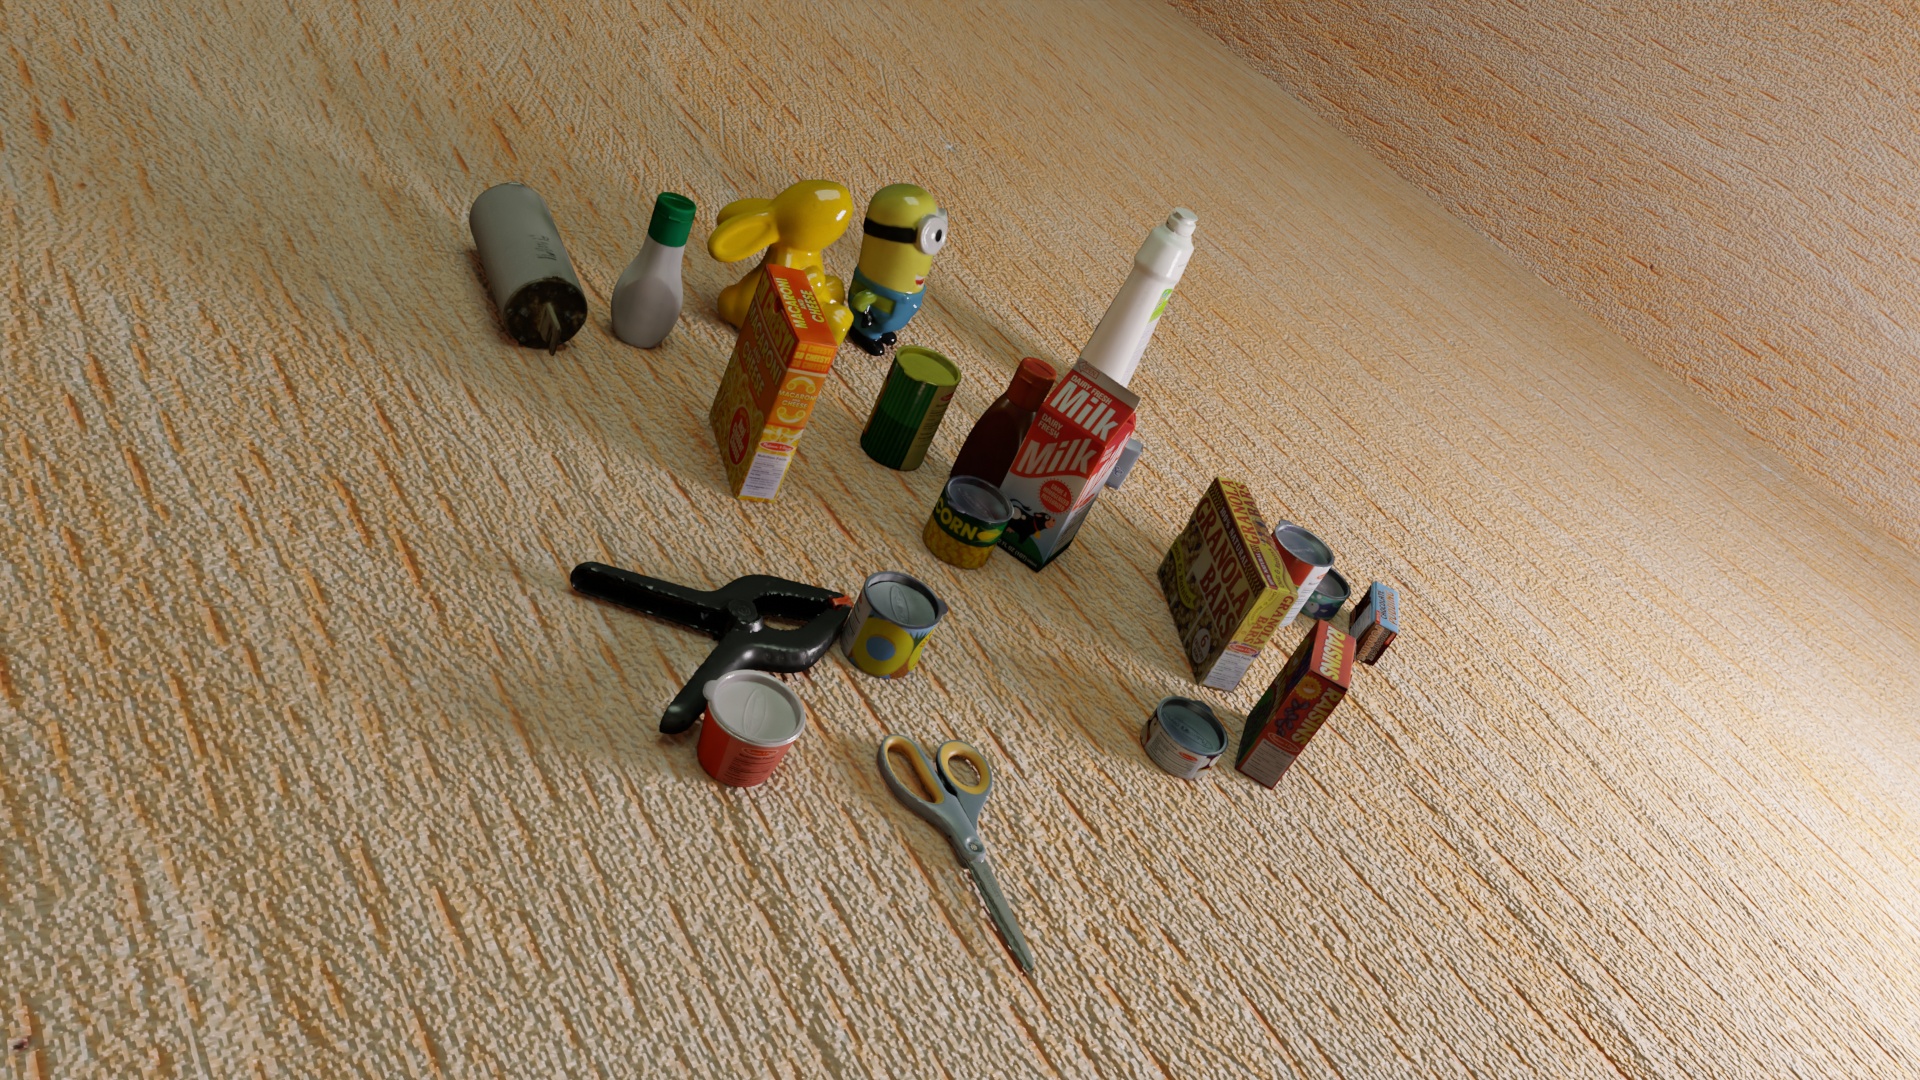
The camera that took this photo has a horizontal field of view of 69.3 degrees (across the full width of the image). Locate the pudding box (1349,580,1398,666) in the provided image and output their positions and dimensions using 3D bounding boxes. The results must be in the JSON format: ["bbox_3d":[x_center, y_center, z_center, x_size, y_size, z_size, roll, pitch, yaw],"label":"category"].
[{"bbox_3d":[0.422,0.084,1.417,0.030,0.049,0.084,28,32,1],"label":"pudding box"}]

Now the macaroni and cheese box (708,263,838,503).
[{"bbox_3d":[-0.165,-0.135,1.197,0.040,0.165,0.124,7,37,-29],"label":"macaroni and cheese box"}]

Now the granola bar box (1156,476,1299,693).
[{"bbox_3d":[0.242,0.038,1.283,0.039,0.123,0.166,15,34,-19],"label":"granola bar box"}]

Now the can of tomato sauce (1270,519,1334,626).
[{"bbox_3d":[0.321,0.033,1.385,0.071,0.082,0.071,19,33,-13],"label":"can of tomato sauce"}]

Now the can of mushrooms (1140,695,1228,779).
[{"bbox_3d":[0.186,0.163,1.152,0.071,0.033,0.071,19,33,-13],"label":"can of mushrooms"}]

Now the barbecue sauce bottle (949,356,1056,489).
[{"bbox_3d":[0.045,-0.104,1.320,0.065,0.147,0.044,37,33,16],"label":"barbecue sauce bottle"}]

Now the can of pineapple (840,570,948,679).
[{"bbox_3d":[-0.053,0.067,1.093,0.071,0.057,0.071,19,33,-13],"label":"can of pineapple"}]

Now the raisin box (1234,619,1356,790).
[{"bbox_3d":[0.284,0.138,1.173,0.040,0.122,0.086,30,32,4],"label":"raisin box"}]

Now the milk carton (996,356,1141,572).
[{"bbox_3d":[0.096,-0.072,1.273,0.072,0.189,0.074,36,33,13],"label":"milk carton"}]

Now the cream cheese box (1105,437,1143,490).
[{"bbox_3d":[0.135,-0.099,1.467,0.104,0.053,0.024,26,32,-1],"label":"cream cheese box"}]

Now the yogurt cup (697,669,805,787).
[{"bbox_3d":[-0.145,0.130,0.942,0.072,0.053,0.073,19,33,-13],"label":"yogurt cup"}]

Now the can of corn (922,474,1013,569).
[{"bbox_3d":[0.004,-0.016,1.251,0.071,0.058,0.071,19,33,-13],"label":"can of corn"}]

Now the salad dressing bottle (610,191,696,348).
[{"bbox_3d":[-0.283,-0.251,1.295,0.064,0.147,0.044,15,34,-19],"label":"salad dressing bottle"}]

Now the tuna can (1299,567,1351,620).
[{"bbox_3d":[0.366,0.050,1.440,0.071,0.032,0.071,19,33,-13],"label":"tuna can"}]

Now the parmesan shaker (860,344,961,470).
[{"bbox_3d":[-0.050,-0.125,1.324,0.071,0.102,0.072,19,33,-13],"label":"parmesan shaker"}]
